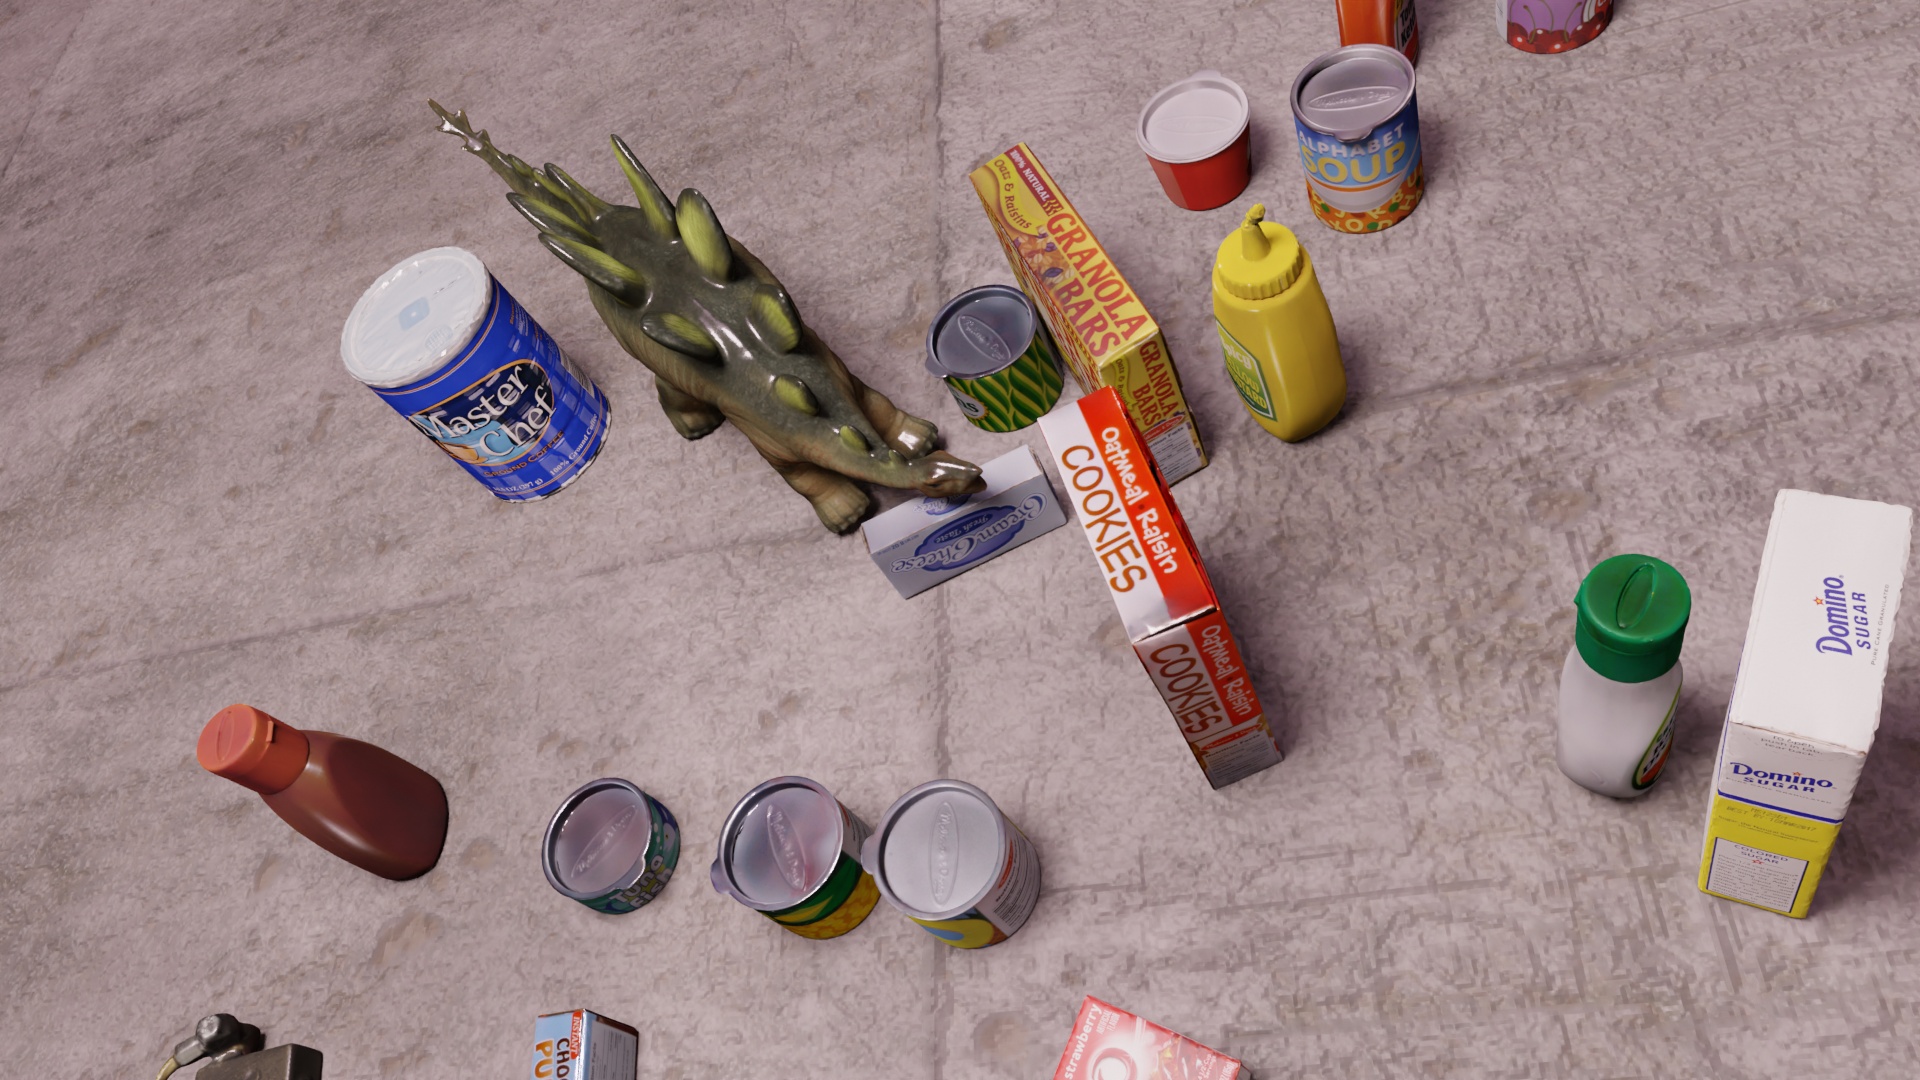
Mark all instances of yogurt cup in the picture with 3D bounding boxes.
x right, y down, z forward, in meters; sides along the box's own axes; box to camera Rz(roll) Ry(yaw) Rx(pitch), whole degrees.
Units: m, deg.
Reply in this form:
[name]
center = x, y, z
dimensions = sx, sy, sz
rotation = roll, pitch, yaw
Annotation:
[yogurt cup]
center = 0.145, -0.238, 0.840
dimensions = 0.072, 0.053, 0.073
rotation = -10, 57, 16

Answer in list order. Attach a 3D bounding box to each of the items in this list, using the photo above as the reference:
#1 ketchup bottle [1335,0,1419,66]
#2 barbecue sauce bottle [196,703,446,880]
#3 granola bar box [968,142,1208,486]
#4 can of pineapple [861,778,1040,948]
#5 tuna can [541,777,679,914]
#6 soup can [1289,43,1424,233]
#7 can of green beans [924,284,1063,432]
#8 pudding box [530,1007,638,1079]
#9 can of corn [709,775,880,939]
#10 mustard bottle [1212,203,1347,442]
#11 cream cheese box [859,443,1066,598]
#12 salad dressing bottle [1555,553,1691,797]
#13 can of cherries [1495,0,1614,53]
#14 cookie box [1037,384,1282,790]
[ketchup bottle]
center = 0.237, -0.333, 0.802
dimensions = 0.043, 0.148, 0.065
rotation = 7, 64, 26
[barbecue sauce bottle]
center = -0.341, 0.133, 0.750
dimensions = 0.043, 0.148, 0.065
rotation = -20, 55, 10
[granola bar box]
center = 0.070, -0.121, 0.755
dimensions = 0.039, 0.123, 0.166
rotation = -30, 54, 3
[can of pineapple]
center = -0.003, 0.153, 0.657
dimensions = 0.071, 0.057, 0.071
rotation = -10, 57, 16
[tuna can]
center = -0.184, 0.164, 0.739
dimensions = 0.071, 0.032, 0.071
rotation = -10, 57, 16
[soup can]
center = 0.224, -0.222, 0.780
dimensions = 0.071, 0.083, 0.071
rotation = -10, 57, 16
[can of green beans]
center = 0.021, -0.105, 0.806
dimensions = 0.071, 0.057, 0.071
rotation = -10, 57, 16
[pudding box]
center = -0.180, 0.271, 0.661
dimensions = 0.030, 0.049, 0.084
rotation = -14, 56, 14
[can of corn]
center = -0.079, 0.158, 0.684
dimensions = 0.071, 0.058, 0.071
rotation = -10, 57, 16
[mustard bottle]
center = 0.155, -0.113, 0.694
dimensions = 0.049, 0.159, 0.065
rotation = -35, 54, 0
[cream cheese box]
center = 0.003, -0.009, 0.757
dimensions = 0.104, 0.053, 0.024
rotation = -26, 54, 6
[salad dressing bottle]
center = 0.264, 0.056, 0.554
dimensions = 0.044, 0.147, 0.064
rotation = 21, 70, 31
[can of cherries]
center = 0.350, -0.328, 0.810
dimensions = 0.071, 0.058, 0.072
rotation = -10, 57, 16
[cookie box]
center = 0.093, 0.025, 0.629
dimensions = 0.040, 0.167, 0.123
rotation = -25, 54, 7
